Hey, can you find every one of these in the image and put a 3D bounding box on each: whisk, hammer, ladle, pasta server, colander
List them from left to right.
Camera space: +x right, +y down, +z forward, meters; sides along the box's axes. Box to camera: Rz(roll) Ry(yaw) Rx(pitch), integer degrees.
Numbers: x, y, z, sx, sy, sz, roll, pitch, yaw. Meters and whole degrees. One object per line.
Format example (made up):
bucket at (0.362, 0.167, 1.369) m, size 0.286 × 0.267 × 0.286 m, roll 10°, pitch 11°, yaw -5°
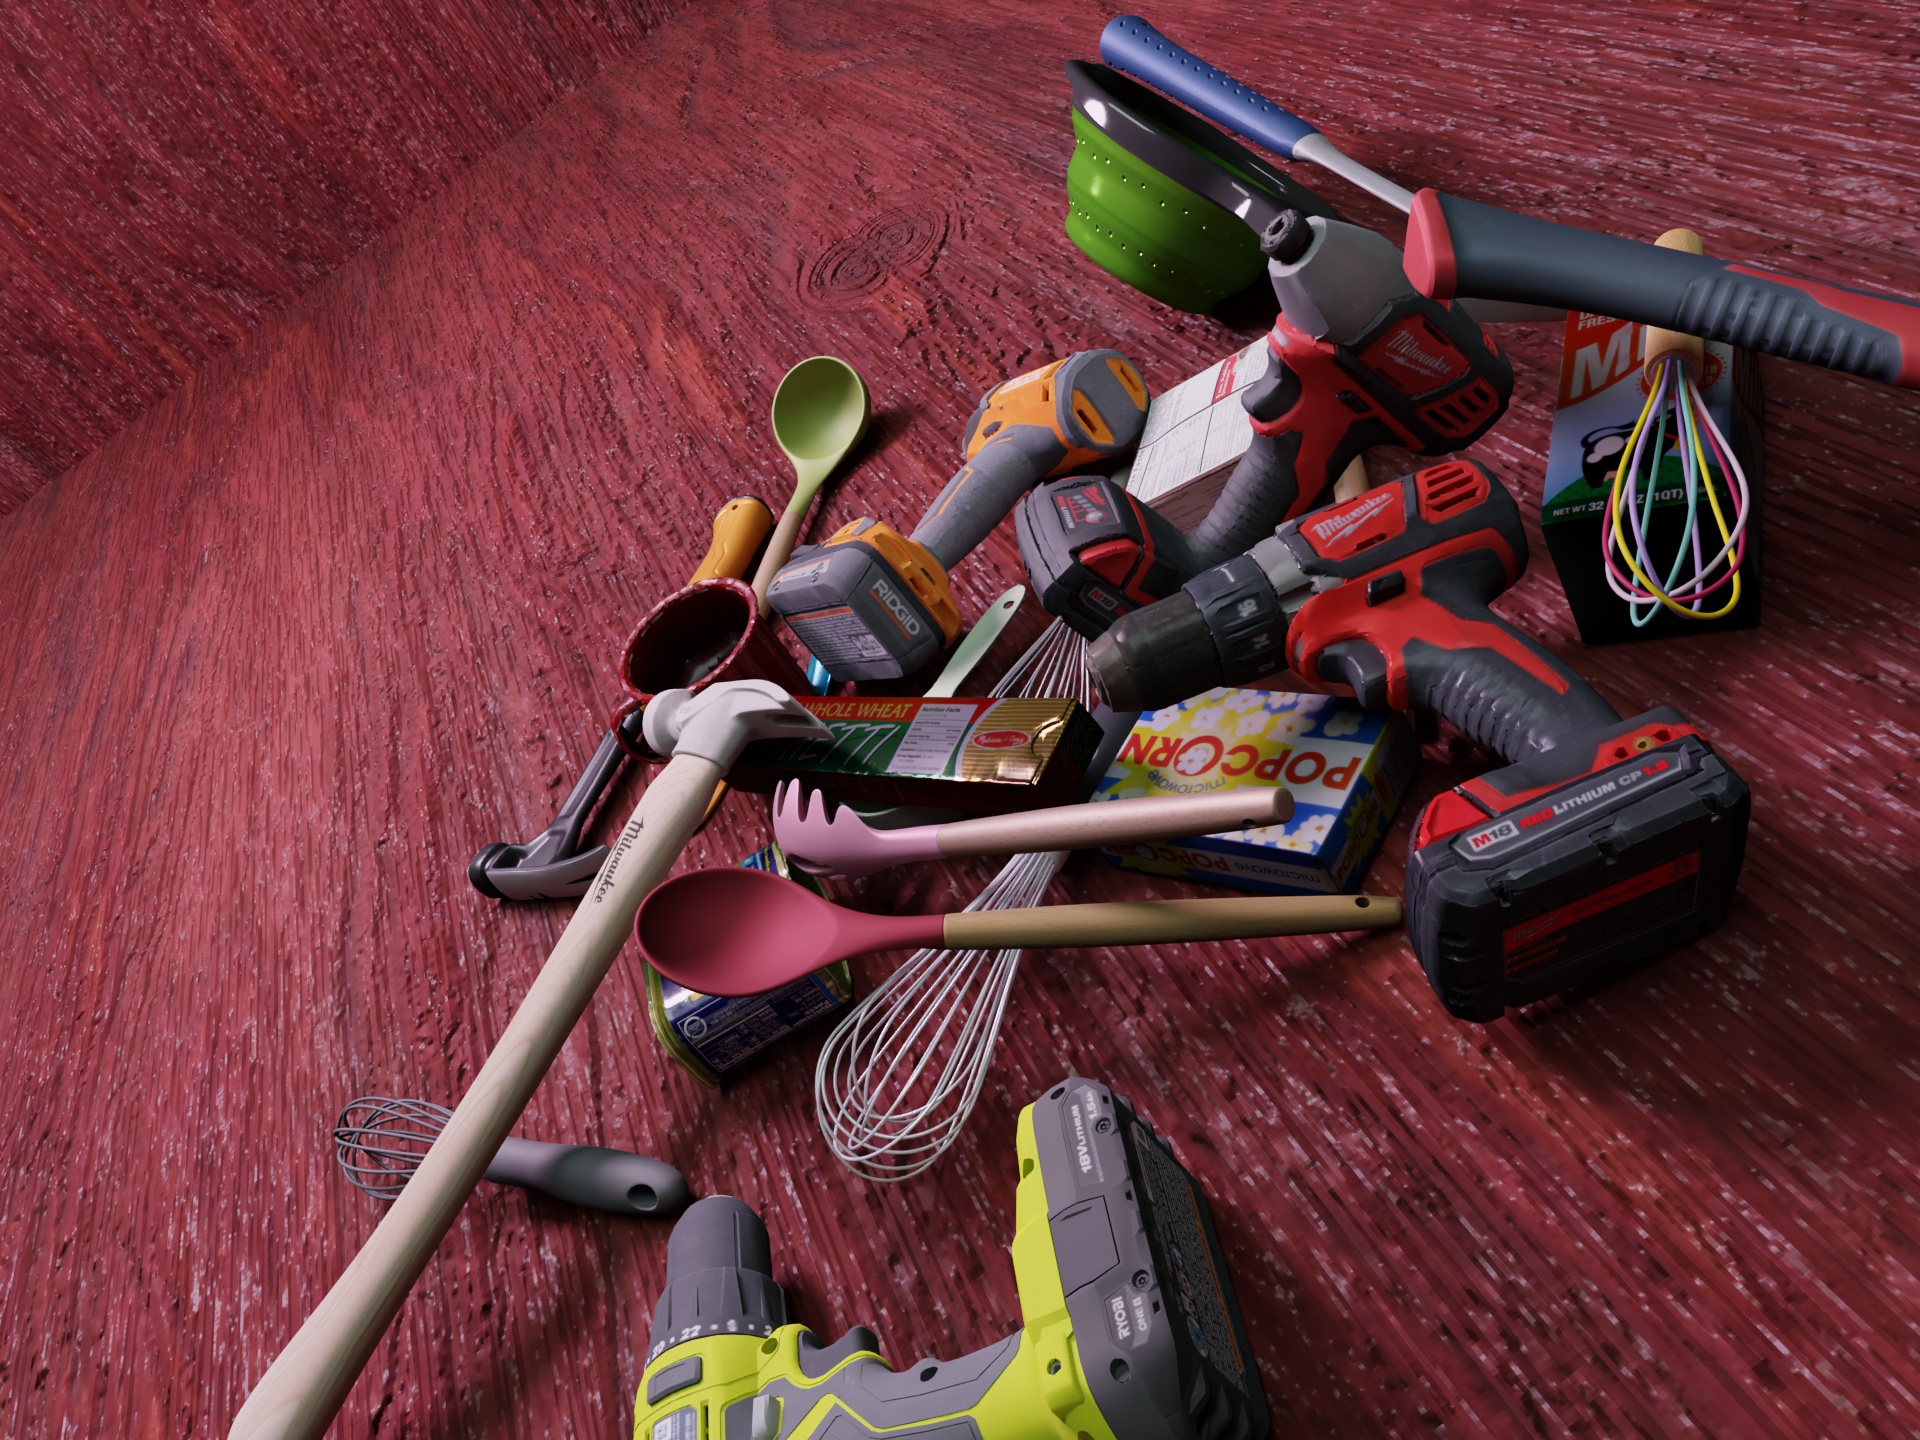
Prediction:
whisk at (-0.226, 0.219, 0.780) m, size 0.239 × 0.055 × 0.055 m, roll -2°, pitch 48°, yaw 32°
hammer at (-0.198, 0.154, 0.739) m, size 0.146 × 0.038 × 0.411 m, roll -1°, pitch 54°, yaw 53°
hammer at (-0.195, -0.027, 1.037) m, size 0.127 × 0.034 × 0.337 m, roll -8°, pitch 45°, yaw 35°
ladle at (-0.126, -0.127, 1.075) m, size 0.078 × 0.062 × 0.320 m, roll -5°, pitch 48°, yaw 25°
pasta server at (0.015, 0.043, 0.680) m, size 0.316 × 0.060 × 0.040 m, roll -11°, pitch 52°, yaw 49°
ladle at (0.020, 0.085, 0.657) m, size 0.315 × 0.031 × 0.069 m, roll -3°, pitch 44°, yaw 10°
whisk at (0.024, 0.082, 0.718) m, size 0.070 × 0.070 × 0.285 m, roll 2°, pitch 46°, yaw 42°
whisk at (0.063, -0.056, 0.850) m, size 0.059 × 0.057 × 0.246 m, roll 17°, pitch 51°, yaw 8°
colander at (0.151, -0.275, 0.942) m, size 0.094 × 0.204 × 0.398 m, roll -58°, pitch 29°, yaw 26°
hammer at (0.199, -0.319, 0.893) m, size 0.144 × 0.035 × 0.406 m, roll -12°, pitch 43°, yaw -28°
whisk at (0.279, -0.120, 0.618) m, size 0.047 × 0.051 × 0.245 m, roll 10°, pitch 47°, yaw 16°
hammer at (0.353, -0.143, 0.571) m, size 0.386 × 0.038 × 0.143 m, roll 22°, pitch 62°, yaw 22°

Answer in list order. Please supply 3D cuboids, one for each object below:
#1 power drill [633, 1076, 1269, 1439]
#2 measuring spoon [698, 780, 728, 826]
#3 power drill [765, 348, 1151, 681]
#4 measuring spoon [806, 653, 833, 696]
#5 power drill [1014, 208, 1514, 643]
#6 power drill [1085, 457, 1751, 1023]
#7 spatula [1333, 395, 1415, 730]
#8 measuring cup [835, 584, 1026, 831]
power drill at (-0.021, 0.224, 0.574) m, size 0.228 × 0.080 × 0.191 m, roll -30°, pitch 36°, yaw 14°
measuring spoon at (-0.141, 0.020, 0.957) m, size 0.021 × 0.011 × 0.117 m, roll -5°, pitch 46°, yaw 37°
power drill at (-0.006, -0.124, 0.942) m, size 0.226 × 0.084 × 0.164 m, roll -46°, pitch 19°, yaw -20°
measuring spoon at (-0.075, -0.049, 0.982) m, size 0.042 × 0.021 × 0.129 m, roll -13°, pitch 51°, yaw 33°
power drill at (0.134, -0.126, 0.741) m, size 0.219 × 0.143 × 0.079 m, roll -44°, pitch 34°, yaw 23°
power drill at (0.164, 0.001, 0.614) m, size 0.188 × 0.080 × 0.227 m, roll -22°, pitch 45°, yaw 0°
spatula at (0.204, -0.108, 0.804) m, size 0.082 × 0.044 × 0.318 m, roll -19°, pitch 44°, yaw 23°
measuring cup at (-0.001, -0.003, 0.846) m, size 0.083 × 0.038 × 0.168 m, roll 5°, pitch 51°, yaw 43°
